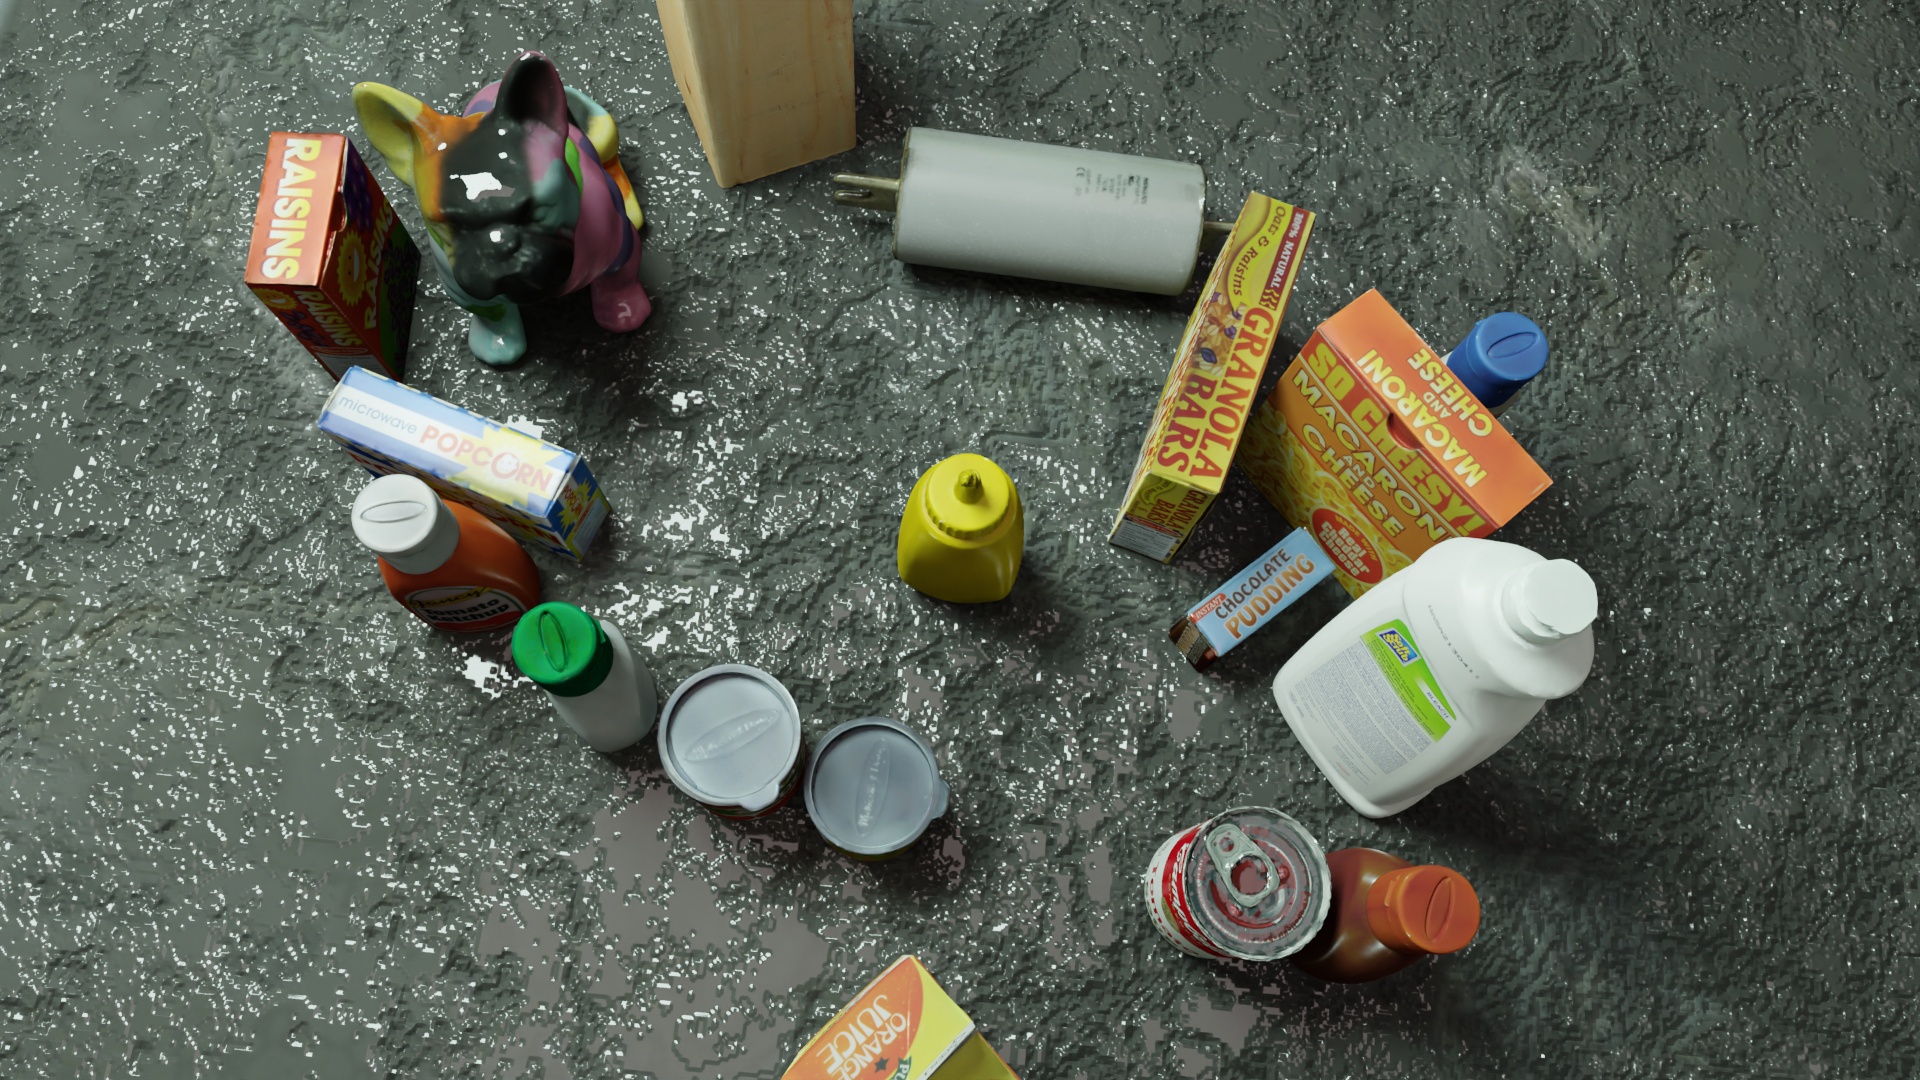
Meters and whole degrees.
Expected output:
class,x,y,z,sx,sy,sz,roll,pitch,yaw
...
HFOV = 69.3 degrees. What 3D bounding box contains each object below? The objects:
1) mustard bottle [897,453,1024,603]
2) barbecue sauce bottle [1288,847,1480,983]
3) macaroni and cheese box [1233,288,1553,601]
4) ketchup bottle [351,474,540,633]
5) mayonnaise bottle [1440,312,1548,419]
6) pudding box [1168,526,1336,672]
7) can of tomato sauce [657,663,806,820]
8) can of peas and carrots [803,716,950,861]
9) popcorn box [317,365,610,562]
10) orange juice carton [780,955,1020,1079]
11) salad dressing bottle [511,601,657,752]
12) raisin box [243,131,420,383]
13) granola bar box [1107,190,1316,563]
class,x,y,z,sx,sy,sz,roll,pitch,yaw
mustard bottle,0.002,-0.009,0.686,0.065,0.159,0.049,9,73,-1
barbecue sauce bottle,0.194,0.174,0.649,0.044,0.148,0.065,22,73,3
macaroni and cheese box,0.208,-0.037,0.706,0.040,0.166,0.124,-36,79,-13
ketchup bottle,-0.250,0.008,0.670,0.065,0.148,0.043,-8,74,-6
mayonnaise bottle,0.257,-0.071,0.729,0.065,0.147,0.041,-21,76,-10
pudding box,0.155,0.032,0.742,0.084,0.049,0.030,-35,78,-13
can of tomato sauce,-0.109,0.103,0.685,0.071,0.083,0.071,1,73,-3
can of peas and carrots,-0.042,0.126,0.695,0.071,0.058,0.071,1,73,-3
popcorn box,-0.253,-0.038,0.718,0.127,0.085,0.038,22,73,3
orange juice carton,-0.025,0.229,0.594,0.072,0.192,0.073,-40,80,-14
salad dressing bottle,-0.177,0.063,0.659,0.044,0.147,0.064,-19,75,-9
raisin box,-0.324,-0.143,0.726,0.040,0.123,0.086,3,73,-3
granola bar box,0.132,-0.082,0.737,0.039,0.124,0.166,21,73,3
